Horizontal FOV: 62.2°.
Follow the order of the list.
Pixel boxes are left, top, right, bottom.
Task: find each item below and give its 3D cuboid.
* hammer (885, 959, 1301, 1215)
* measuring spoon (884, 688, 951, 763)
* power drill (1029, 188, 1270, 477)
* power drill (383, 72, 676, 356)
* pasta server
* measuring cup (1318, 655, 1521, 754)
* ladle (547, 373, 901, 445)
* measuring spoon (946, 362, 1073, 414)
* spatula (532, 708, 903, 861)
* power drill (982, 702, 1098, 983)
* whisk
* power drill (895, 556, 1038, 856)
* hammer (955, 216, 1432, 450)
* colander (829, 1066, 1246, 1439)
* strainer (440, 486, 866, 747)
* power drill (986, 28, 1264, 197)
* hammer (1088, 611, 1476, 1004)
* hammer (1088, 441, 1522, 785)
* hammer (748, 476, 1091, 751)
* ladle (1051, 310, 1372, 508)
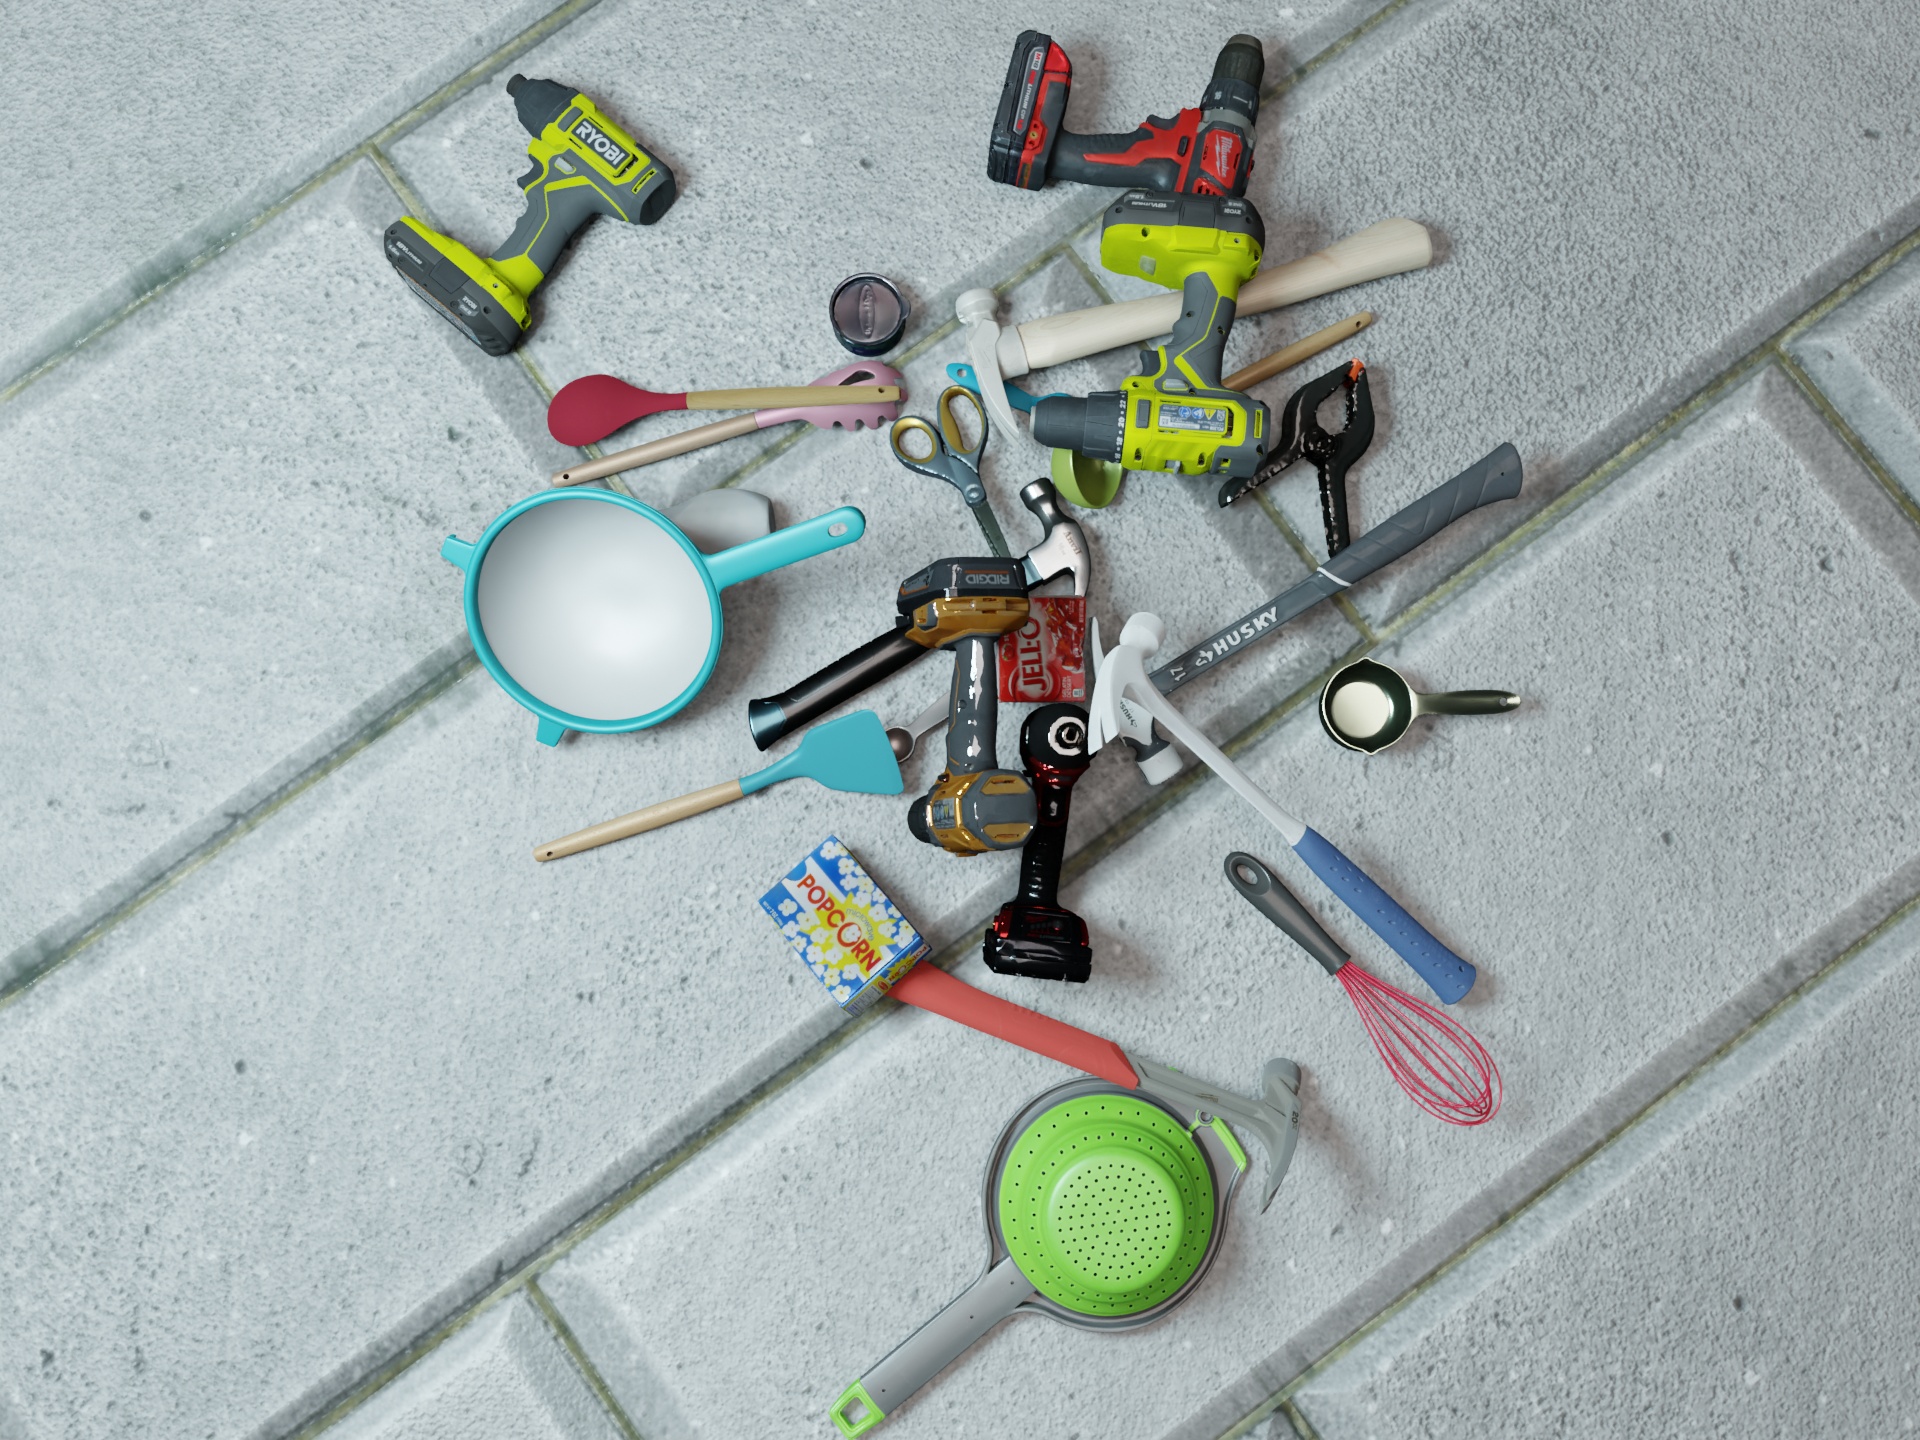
[{"bbox_3d":[0.096,0.272,1.279,0.359,0.149,0.036,20,124,8],"label":"hammer"},{"bbox_3d":[-0.019,-0.003,1.357,0.124,0.018,0.034,-37,62,-10],"label":"measuring spoon"},{"bbox_3d":[0.160,-0.313,1.306,0.190,0.080,0.229,6,76,3],"label":"power drill"},{"bbox_3d":[-0.382,-0.444,1.380,0.171,0.080,0.223,40,82,4],"label":"power drill"},{"bbox_3d":[-0.201,-0.250,1.381,0.316,0.040,0.060,-16,84,3],"label":"pasta server"},{"bbox_3d":[0.385,-0.012,1.342,0.167,0.038,0.083,-2,84,-2],"label":"measuring cup"},{"bbox_3d":[-0.206,-0.272,1.357,0.315,0.031,0.069,-1,71,8],"label":"ladle"},{"bbox_3d":[0.046,-0.284,1.382,0.128,0.021,0.042,24,84,1],"label":"measuring spoon"},{"bbox_3d":[-0.208,0.067,1.333,0.317,0.044,0.082,-19,115,1],"label":"spatula"},{"bbox_3d":[0.071,0.094,1.280,0.078,0.143,0.220,7,86,-4],"label":"power drill"},{"bbox_3d":[0.327,0.217,1.308,0.073,0.073,0.296,-44,79,-4],"label":"whisk"},{"bbox_3d":[-0.002,-0.004,1.270,0.084,0.185,0.226,-1,84,-21],"label":"power drill"},{"bbox_3d":[0.211,-0.350,1.372,0.410,0.038,0.146,-15,72,-3],"label":"hammer"},{"bbox_3d":[0.055,0.442,1.263,0.397,0.094,0.204,-39,85,-4],"label":"colander"},{"bbox_3d":[-0.233,-0.121,1.304,0.340,0.095,0.210,-18,112,10],"label":"strainer"},{"bbox_3d":[0.150,-0.527,1.384,0.226,0.080,0.188,15,84,-1],"label":"power drill"},{"bbox_3d":[0.262,0.089,1.280,0.405,0.035,0.144,42,45,-9],"label":"hammer"},{"bbox_3d":[0.293,-0.114,1.334,0.409,0.036,0.149,-32,94,-1],"label":"hammer"},{"bbox_3d":[-0.036,-0.073,1.354,0.331,0.033,0.128,-30,82,-2],"label":"hammer"},{"bbox_3d":[0.220,-0.275,1.364,0.320,0.062,0.078,-27,119,-6],"label":"ladle"}]
